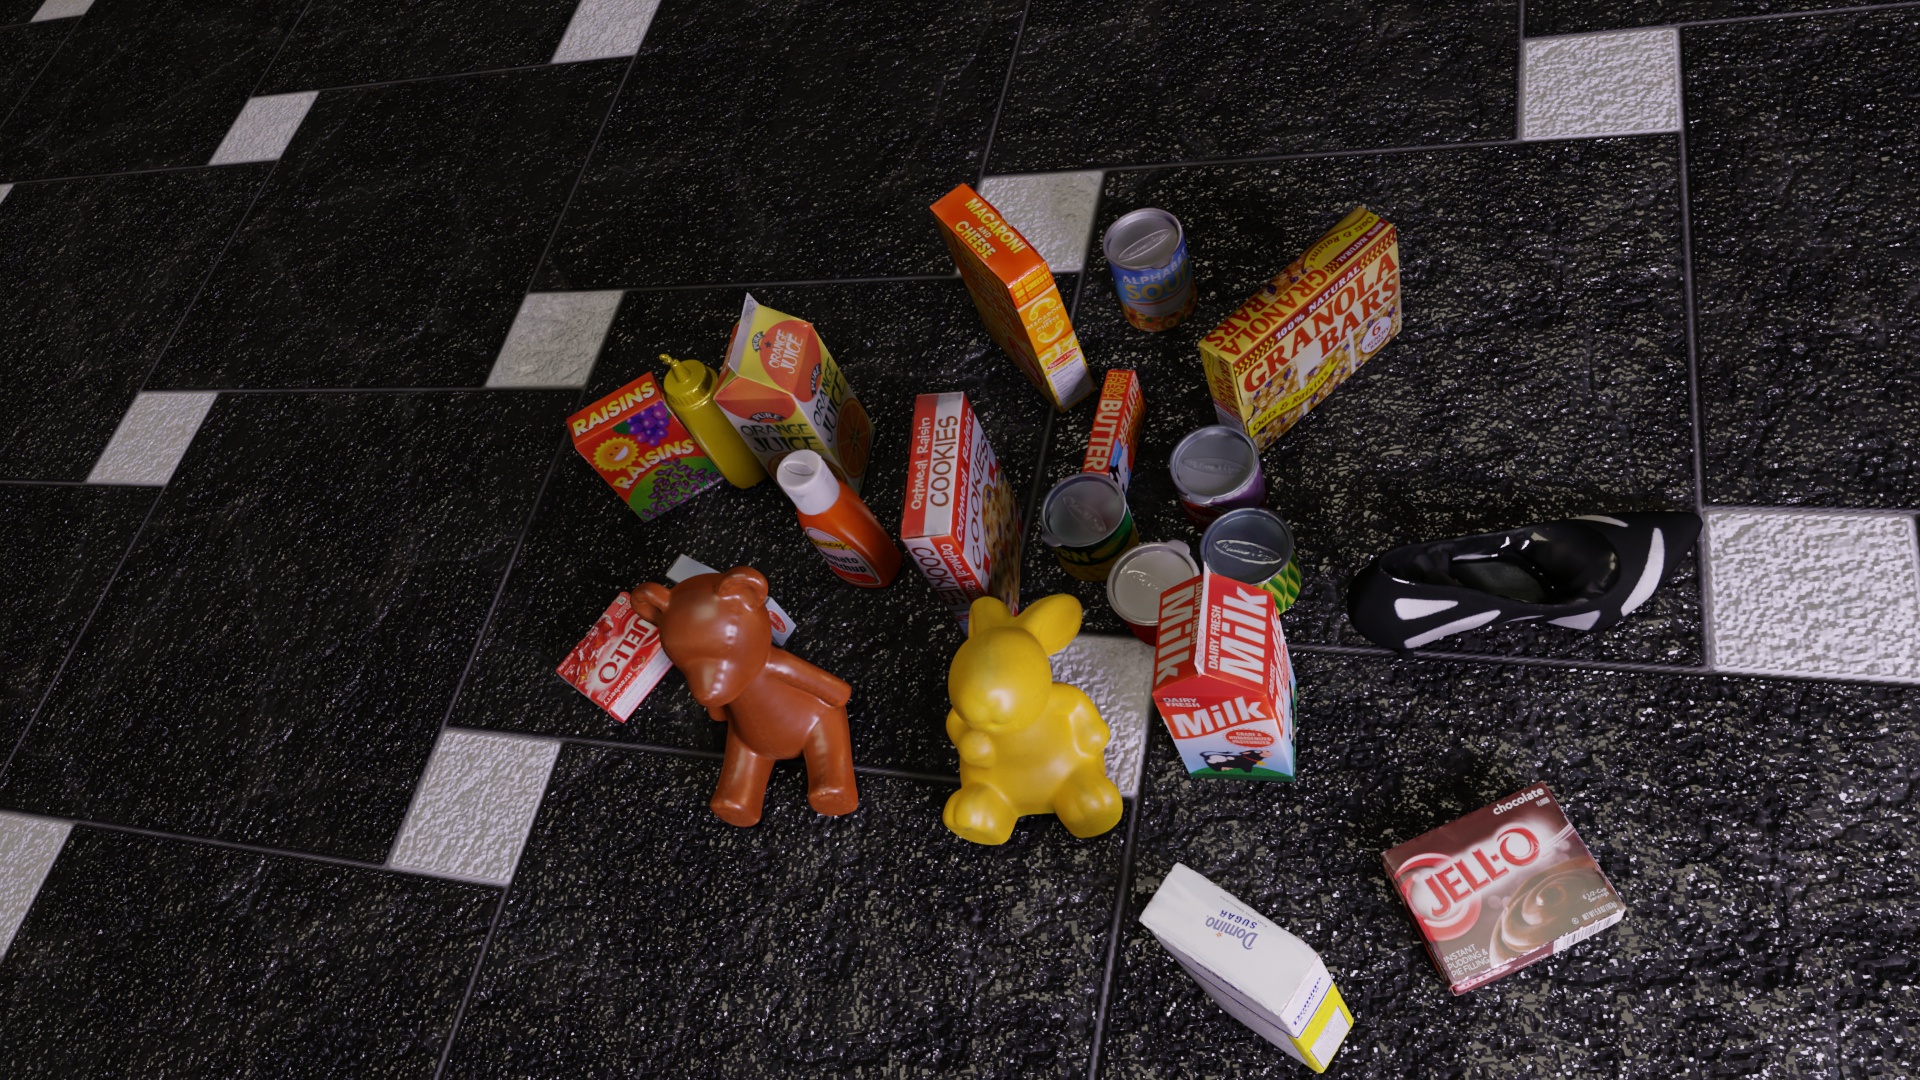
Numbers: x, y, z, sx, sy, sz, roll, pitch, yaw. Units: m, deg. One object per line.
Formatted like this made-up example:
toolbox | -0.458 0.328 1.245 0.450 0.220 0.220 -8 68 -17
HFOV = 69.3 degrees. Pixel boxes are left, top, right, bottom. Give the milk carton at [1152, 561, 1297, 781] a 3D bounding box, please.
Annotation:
milk carton | 0.170 0.089 0.895 0.073 0.189 0.072 -2 59 20

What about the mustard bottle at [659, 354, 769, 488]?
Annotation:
mustard bottle | -0.211 -0.108 1.179 0.049 0.159 0.065 -30 54 0

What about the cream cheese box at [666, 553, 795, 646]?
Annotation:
cream cheese box | -0.188 0.049 1.136 0.104 0.053 0.024 23 69 30

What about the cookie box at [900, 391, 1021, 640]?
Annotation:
cookie box | 0.004 -0.013 1.035 0.040 0.166 0.123 -6 57 17

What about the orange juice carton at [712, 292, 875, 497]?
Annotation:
orange juice carton | -0.141 -0.114 1.137 0.073 0.192 0.072 -1 59 20

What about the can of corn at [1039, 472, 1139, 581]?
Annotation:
can of corn | 0.098 -0.008 1.065 0.071 0.058 0.071 -9 57 15

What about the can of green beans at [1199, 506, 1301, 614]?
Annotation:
can of green beans | 0.211 0.018 1.008 0.071 0.057 0.071 -9 57 15

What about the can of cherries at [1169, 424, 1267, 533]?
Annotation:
can of cherries | 0.195 -0.043 1.052 0.071 0.058 0.072 -9 57 15

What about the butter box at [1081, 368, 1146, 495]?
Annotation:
butter box | 0.123 -0.081 1.105 0.024 0.053 0.104 4 61 23

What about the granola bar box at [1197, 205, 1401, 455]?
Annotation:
granola bar box | 0.263 -0.156 1.058 0.166 0.123 0.039 -41 55 -7

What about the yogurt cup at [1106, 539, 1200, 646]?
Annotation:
yogurt cup | 0.146 0.043 1.018 0.072 0.053 0.073 -9 57 15

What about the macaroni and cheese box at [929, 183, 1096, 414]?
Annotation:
macaroni and cheese box | 0.045 -0.197 1.138 0.040 0.166 0.124 -36 54 -4

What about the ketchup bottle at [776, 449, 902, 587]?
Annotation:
ketchup bottle | -0.097 -0.017 1.086 0.065 0.148 0.044 14 65 27

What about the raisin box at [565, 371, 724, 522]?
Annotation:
raisin box | -0.271 -0.080 1.205 0.086 0.123 0.040 -28 54 1

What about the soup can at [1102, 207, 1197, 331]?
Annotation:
soup can | 0.161 -0.223 1.163 0.071 0.083 0.071 -9 57 15
